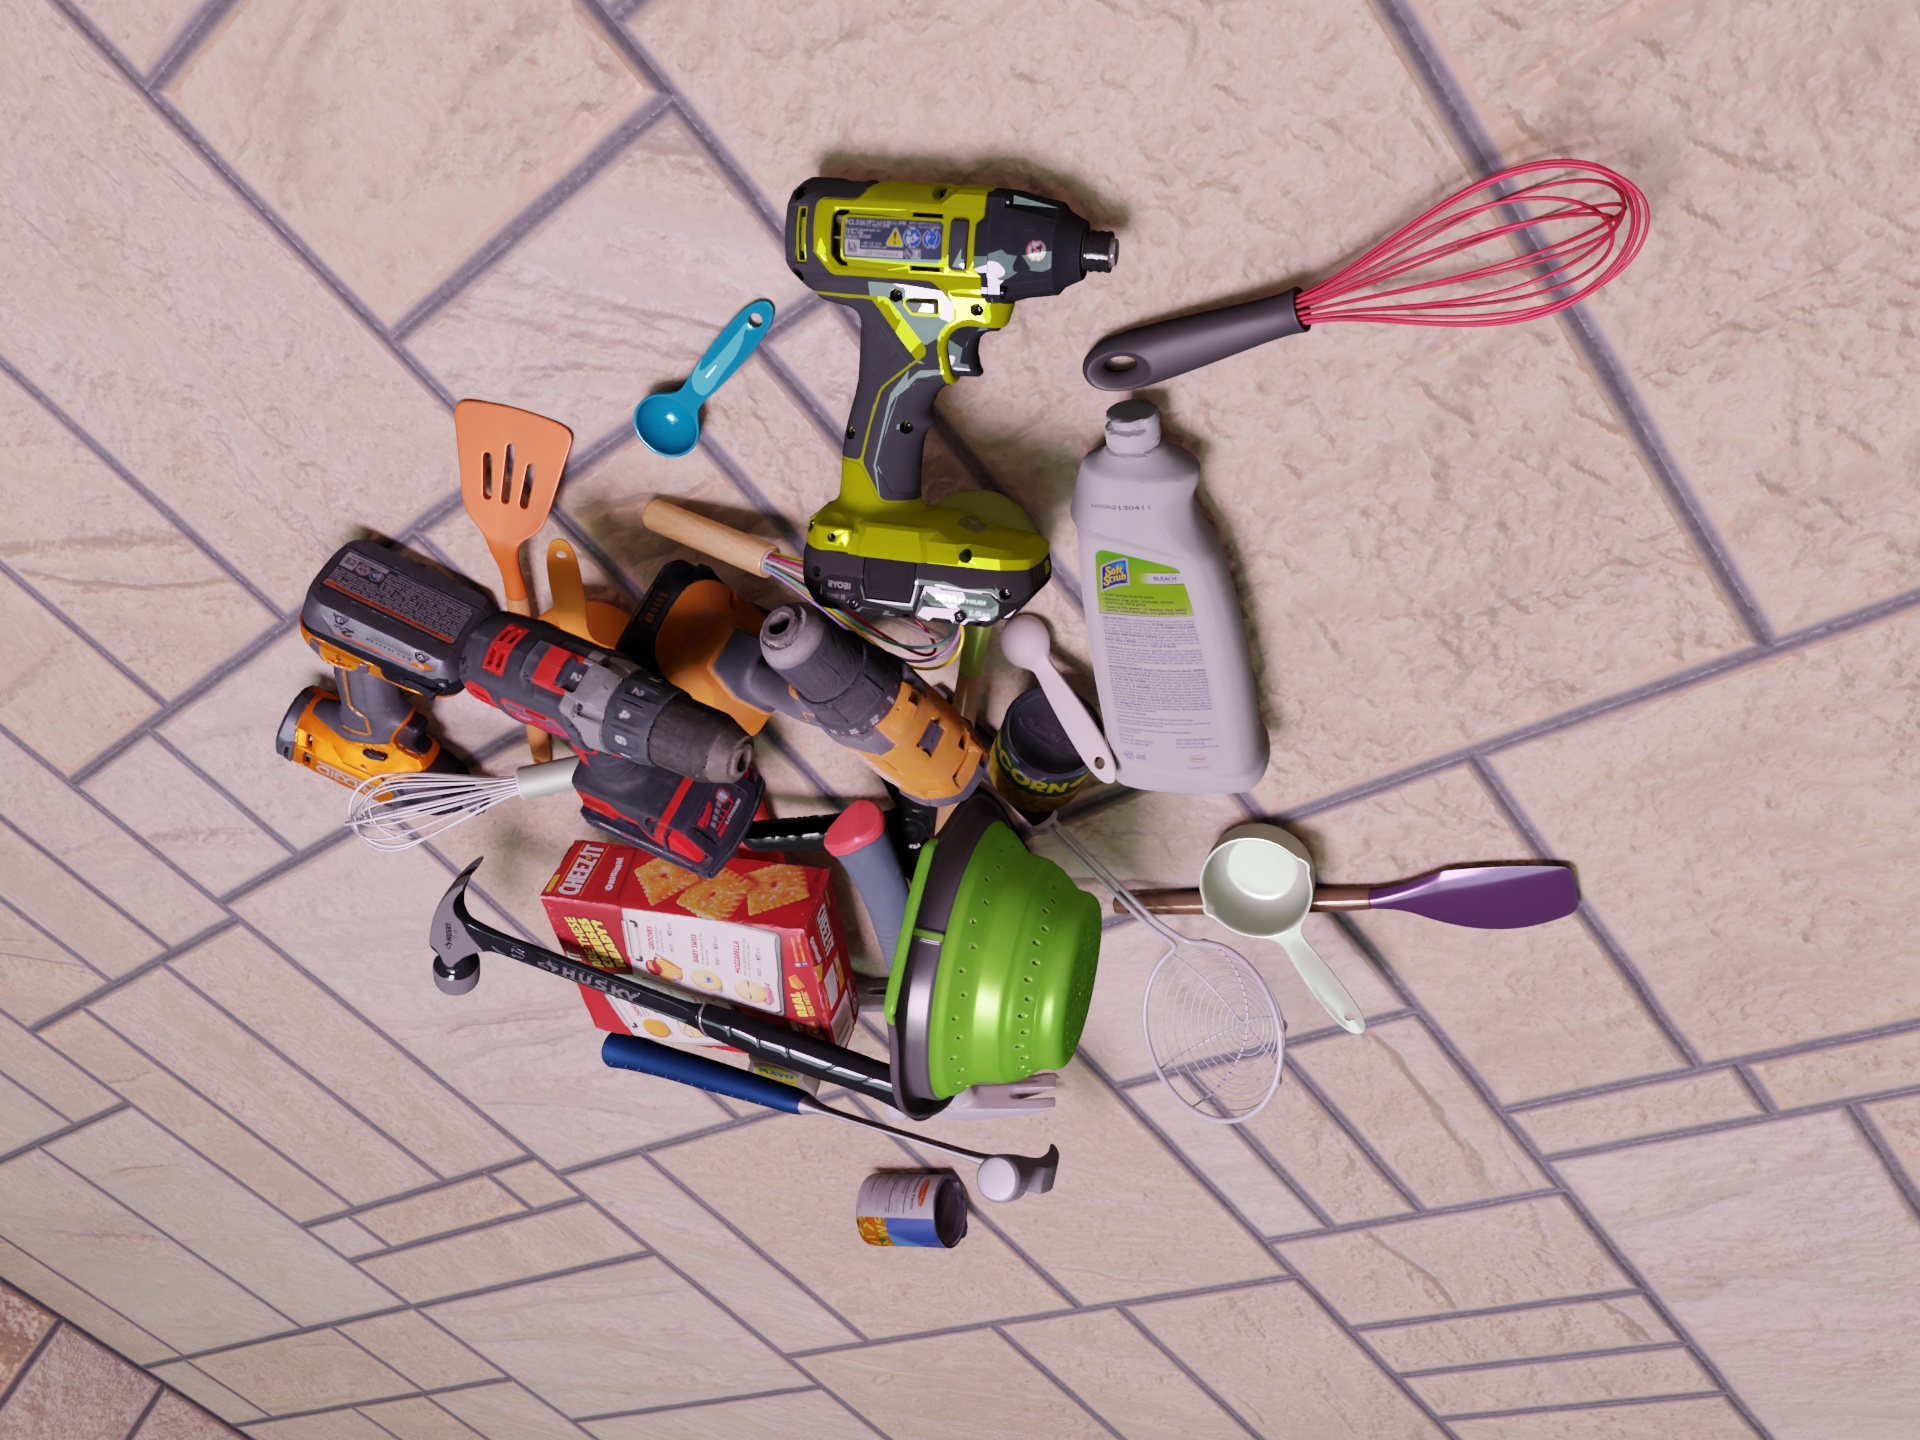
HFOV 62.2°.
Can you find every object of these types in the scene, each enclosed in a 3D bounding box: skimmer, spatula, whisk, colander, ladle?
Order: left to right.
[{"bbox_3d":[-0.332,0.049,1.175,0.246,0.059,0.058,-12,94,-3],"label":"whisk"},{"bbox_3d":[-0.306,-0.078,1.121,0.081,0.041,0.322,15,138,6],"label":"spatula"},{"bbox_3d":[-0.102,-0.087,0.981,0.245,0.051,0.047,24,141,25],"label":"whisk"},{"bbox_3d":[-0.002,-0.003,1.020,0.078,0.062,0.320,18,125,14],"label":"ladle"},{"bbox_3d":[0.048,0.175,1.064,0.094,0.204,0.396,10,167,15],"label":"colander"},{"bbox_3d":[0.089,0.128,1.094,0.363,0.090,0.127,45,138,-13],"label":"skimmer"},{"bbox_3d":[0.258,0.125,1.100,0.316,0.018,0.059,-4,129,23],"label":"spatula"},{"bbox_3d":[0.189,-0.213,0.798,0.296,0.073,0.073,-9,127,35],"label":"whisk"}]

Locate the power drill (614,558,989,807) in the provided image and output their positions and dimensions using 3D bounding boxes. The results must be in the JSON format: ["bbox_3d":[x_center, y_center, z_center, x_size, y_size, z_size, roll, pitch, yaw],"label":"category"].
[{"bbox_3d":[-0.110,-0.032,0.962,0.226,0.084,0.185,20,166,38],"label":"power drill"}]

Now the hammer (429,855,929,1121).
[{"bbox_3d":[-0.205,0.214,1.189,0.409,0.036,0.149,19,135,3],"label":"hammer"}]

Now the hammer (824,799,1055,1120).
[{"bbox_3d":[-0.020,0.194,1.203,0.143,0.038,0.385,-5,137,8],"label":"hammer"}]

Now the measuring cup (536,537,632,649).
[{"bbox_3d":[-0.257,-0.070,1.070,0.095,0.052,0.173,-3,137,-6],"label":"measuring cup"}]

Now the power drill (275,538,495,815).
[{"bbox_3d":[-0.413,-0.014,1.178,0.164,0.084,0.226,26,138,-7],"label":"power drill"}]

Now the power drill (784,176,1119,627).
[{"bbox_3d":[-0.008,-0.170,0.852,0.171,0.080,0.223,8,109,14],"label":"power drill"}]

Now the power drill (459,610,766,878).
[{"bbox_3d":[-0.193,0.022,1.003,0.188,0.080,0.226,21,161,18],"label":"power drill"}]

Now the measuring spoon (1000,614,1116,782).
[{"bbox_3d":[0.061,-0.013,1.001,0.034,0.018,0.124,-41,73,33],"label":"measuring spoon"}]

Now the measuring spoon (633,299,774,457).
[{"bbox_3d":[-0.149,-0.209,0.954,0.042,0.021,0.128,40,122,-16],"label":"measuring spoon"}]

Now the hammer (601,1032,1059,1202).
[{"bbox_3d":[-0.111,0.311,1.271,0.406,0.035,0.144,10,172,26],"label":"hammer"}]

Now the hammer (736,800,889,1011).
[{"bbox_3d":[-0.146,0.094,1.207,0.149,0.037,0.358,0,131,19],"label":"hammer"}]

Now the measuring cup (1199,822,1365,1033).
[{"bbox_3d":[0.229,0.142,1.088,0.083,0.038,0.167,-31,101,29],"label":"measuring cup"}]
